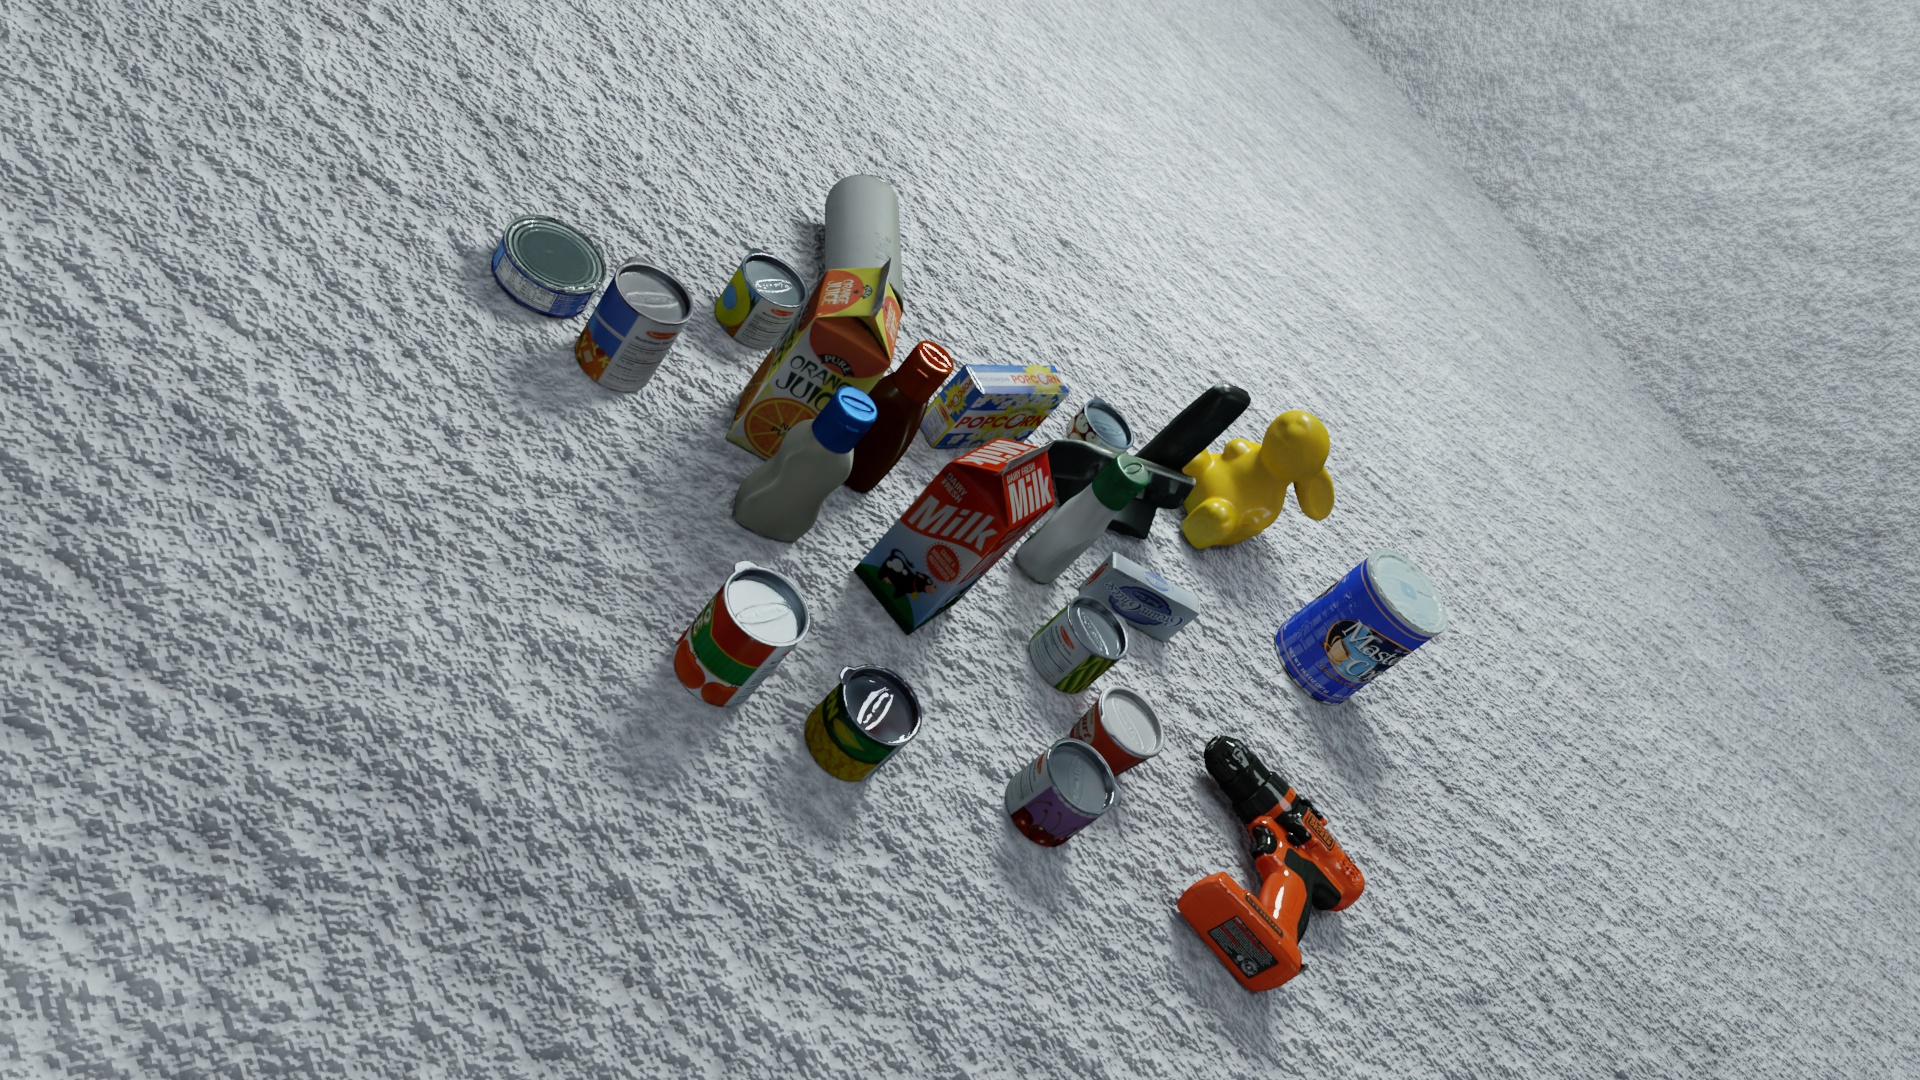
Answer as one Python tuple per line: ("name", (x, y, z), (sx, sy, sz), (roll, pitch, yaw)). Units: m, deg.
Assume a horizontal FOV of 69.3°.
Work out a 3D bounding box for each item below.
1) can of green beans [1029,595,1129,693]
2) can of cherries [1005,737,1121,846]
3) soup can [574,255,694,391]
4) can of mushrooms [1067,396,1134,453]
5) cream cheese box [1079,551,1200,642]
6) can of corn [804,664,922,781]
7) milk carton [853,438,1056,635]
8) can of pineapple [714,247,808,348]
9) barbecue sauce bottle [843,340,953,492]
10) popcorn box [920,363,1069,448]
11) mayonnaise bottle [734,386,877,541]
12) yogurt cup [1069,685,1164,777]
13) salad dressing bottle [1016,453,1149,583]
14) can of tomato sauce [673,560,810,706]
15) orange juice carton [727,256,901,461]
("can of green beans", (0.102, 0.090, 1.201), (0.071, 0.057, 0.071), (25, 41, -23))
("can of cherries", (0.079, 0.197, 1.076), (0.071, 0.058, 0.072), (25, 41, -23))
("soup can", (-0.260, -0.171, 1.101), (0.071, 0.083, 0.072), (25, 41, -23))
("can of mushrooms", (0.147, -0.115, 1.459), (0.071, 0.033, 0.071), (25, 41, -23))
("cream cheese box", (0.168, 0.054, 1.299), (0.104, 0.053, 0.024), (27, 40, -20))
("can of corn", (-0.073, 0.131, 1.002), (0.071, 0.058, 0.071), (25, 41, -23))
("milk carton", (0.004, -0.014, 1.102), (0.073, 0.189, 0.072), (50, 37, 8))
("can of pineapple", (-0.178, -0.215, 1.239), (0.071, 0.057, 0.071), (25, 41, -23))
("barbecue sauce bottle", (-0.061, -0.106, 1.167), (0.065, 0.148, 0.044), (40, 37, -5))
("popcorn box", (0.032, -0.128, 1.325), (0.127, 0.085, 0.038), (-6, 59, -46))
("mayonnaise bottle", (-0.116, -0.059, 1.071), (0.065, 0.147, 0.041), (21, 43, -28))
("yogurt cup", (0.128, 0.163, 1.158), (0.072, 0.053, 0.073), (25, 41, -23))
("salad dressing bottle", (0.109, -0.020, 1.239), (0.064, 0.147, 0.044), (-19, 68, -50))
("can of tomato sauce", (-0.155, 0.066, 0.969), (0.071, 0.082, 0.071), (25, 41, -23))
("orange juice carton", (-0.109, -0.146, 1.125), (0.073, 0.191, 0.072), (29, 39, -19))
